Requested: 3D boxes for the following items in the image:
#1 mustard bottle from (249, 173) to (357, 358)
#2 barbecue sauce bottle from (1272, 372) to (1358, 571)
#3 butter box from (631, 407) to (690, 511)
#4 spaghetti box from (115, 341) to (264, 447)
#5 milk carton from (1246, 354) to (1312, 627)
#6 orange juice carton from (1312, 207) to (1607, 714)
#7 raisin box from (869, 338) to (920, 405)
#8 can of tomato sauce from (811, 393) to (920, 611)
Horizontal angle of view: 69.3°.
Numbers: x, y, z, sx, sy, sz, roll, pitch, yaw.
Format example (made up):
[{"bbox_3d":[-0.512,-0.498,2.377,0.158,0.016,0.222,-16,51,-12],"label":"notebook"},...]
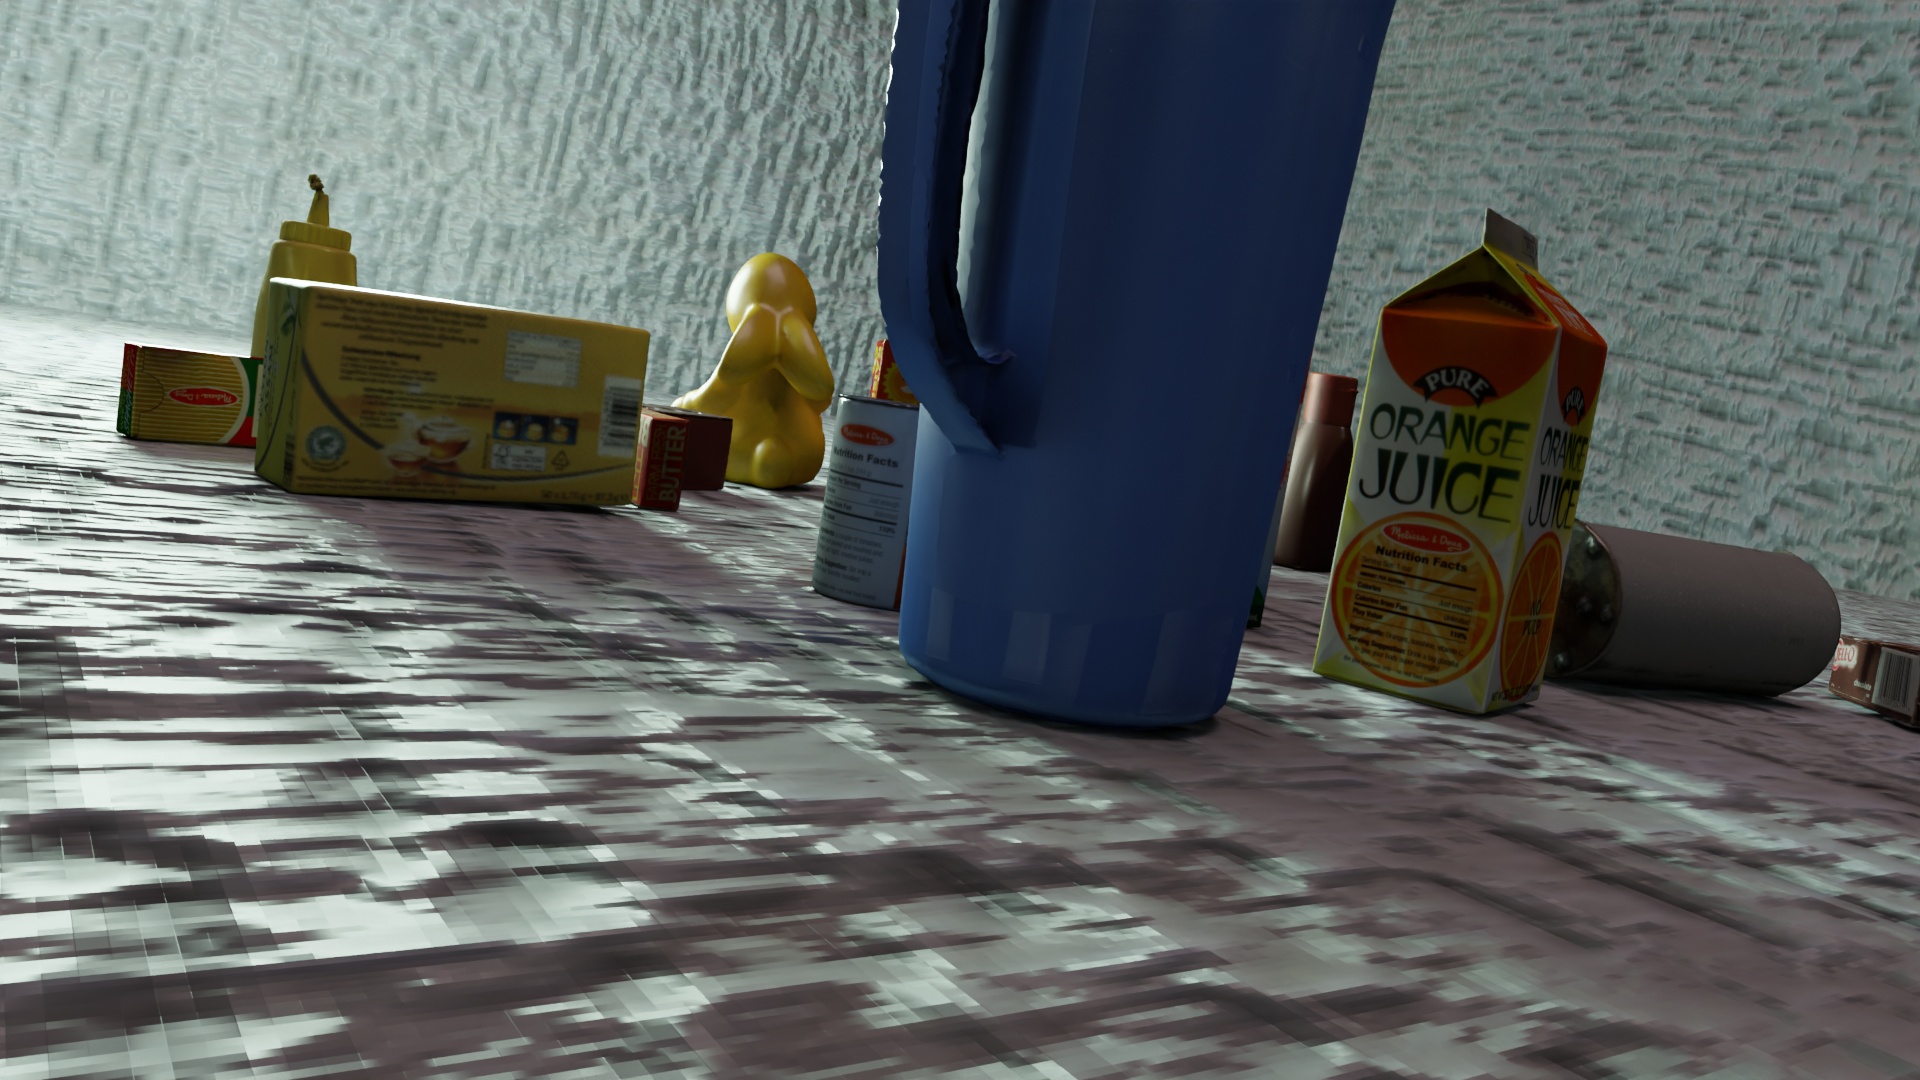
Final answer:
[{"bbox_3d":[-0.396,-0.142,0.845,0.065,0.160,0.049,13,7,37],"label":"mustard bottle"},{"bbox_3d":[0.272,-0.052,1.058,0.043,0.148,0.065,13,7,39],"label":"barbecue sauce bottle"},{"bbox_3d":[-0.189,-0.051,0.811,0.024,0.053,0.103,6,7,-33],"label":"butter box"},{"bbox_3d":[-0.352,-0.076,0.815,0.029,0.050,0.250,14,7,39],"label":"spaghetti box"},{"bbox_3d":[0.114,-0.058,0.677,0.072,0.190,0.073,6,6,-33],"label":"milk carton"},{"bbox_3d":[0.206,-0.033,0.562,0.073,0.192,0.072,13,7,38],"label":"orange juice carton"},{"bbox_3d":[-0.030,-0.090,1.085,0.086,0.123,0.040,8,5,-11],"label":"raisin box"},{"bbox_3d":[-0.023,-0.016,0.587,0.071,0.083,0.071,9,6,-1],"label":"can of tomato sauce"}]
